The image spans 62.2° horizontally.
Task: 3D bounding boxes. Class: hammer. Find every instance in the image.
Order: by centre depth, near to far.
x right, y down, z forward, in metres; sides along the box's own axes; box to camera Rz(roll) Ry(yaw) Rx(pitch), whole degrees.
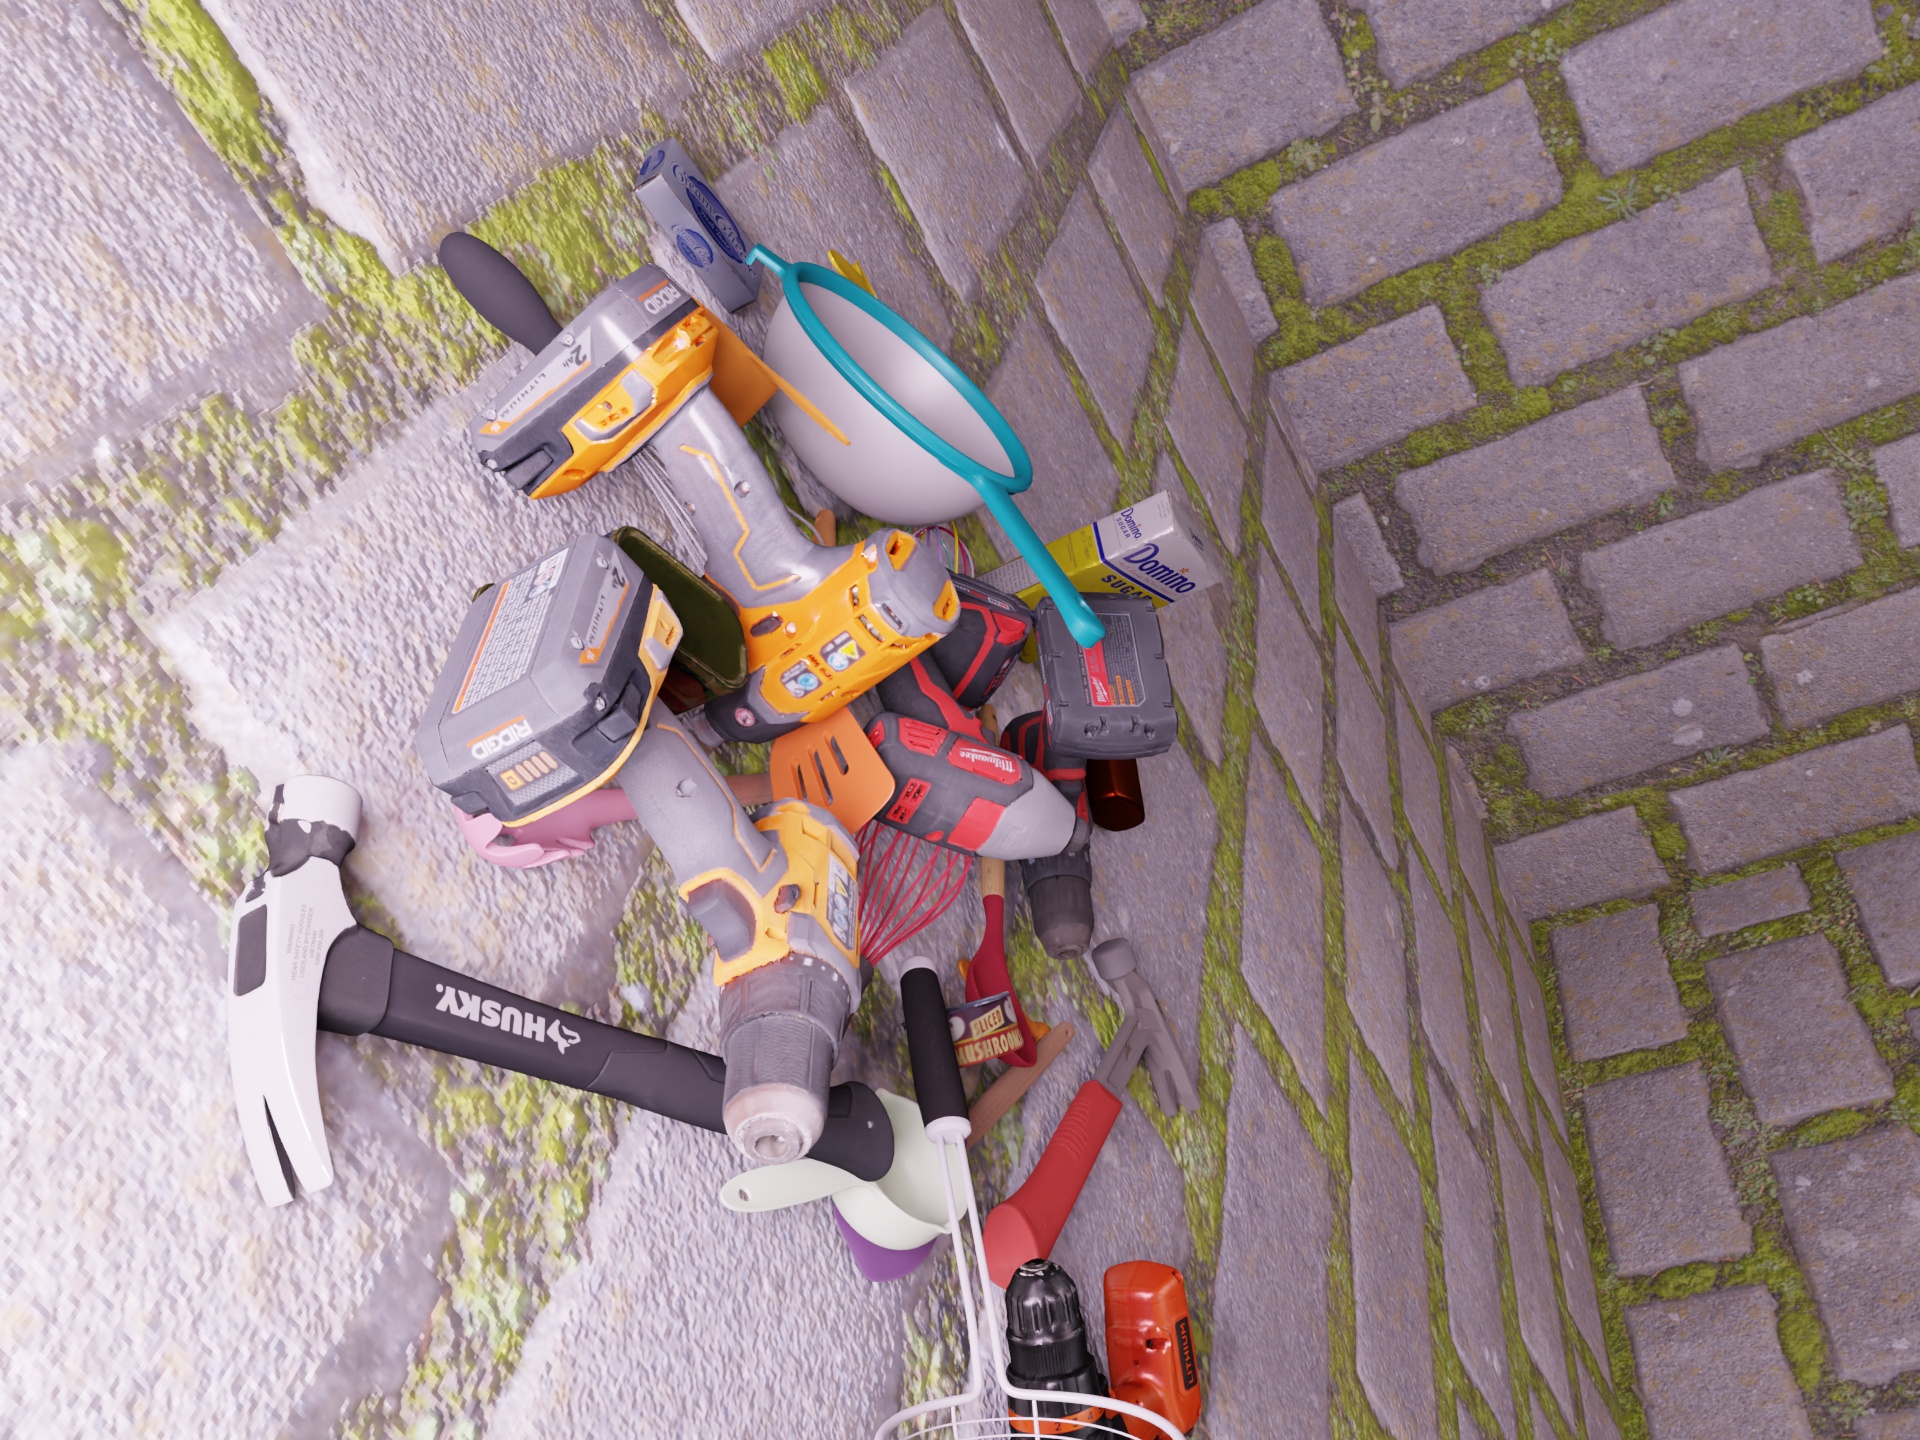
[{"bbox_3d":[-0.141,0.146,0.653,0.334,0.035,0.146,33,42,-44],"label":"hammer"},{"bbox_3d":[0.091,0.279,1.078,0.149,0.037,0.359,66,23,-6],"label":"hammer"}]

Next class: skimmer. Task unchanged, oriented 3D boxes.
[{"bbox_3d":[0.008,0.221,0.749,0.364,0.127,0.090,-105,-159,-54],"label":"skimmer"}]

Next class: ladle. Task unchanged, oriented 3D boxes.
[{"bbox_3d":[0.022,0.101,1.079,0.069,0.031,0.316,48,27,-37],"label":"ladle"}]

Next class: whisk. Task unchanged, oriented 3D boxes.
[{"bbox_3d":[-0.169,-0.151,0.856,0.284,0.070,0.070,46,32,-34],"label":"whisk"},{"bbox_3d":[-0.052,0.124,0.875,0.073,0.073,0.296,60,30,-20],"label":"whisk"},{"bbox_3d":[-0.009,-0.040,1.121,0.051,0.047,0.245,33,46,-56],"label":"whisk"}]

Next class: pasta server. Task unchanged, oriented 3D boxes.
[{"bbox_3d":[-0.141,0.036,0.781,0.060,0.040,0.316,62,21,10],"label":"pasta server"}]

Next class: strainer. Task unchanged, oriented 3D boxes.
[{"bbox_3d":[-0.027,-0.151,1.029,0.210,0.095,0.341,13,39,-55],"label":"strainer"}]

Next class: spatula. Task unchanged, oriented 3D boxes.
[{"bbox_3d":[-0.078,-0.040,0.932,0.041,0.081,0.323,41,24,-25],"label":"spatula"},{"bbox_3d":[0.009,0.242,0.947,0.060,0.018,0.316,63,26,1],"label":"spatula"}]

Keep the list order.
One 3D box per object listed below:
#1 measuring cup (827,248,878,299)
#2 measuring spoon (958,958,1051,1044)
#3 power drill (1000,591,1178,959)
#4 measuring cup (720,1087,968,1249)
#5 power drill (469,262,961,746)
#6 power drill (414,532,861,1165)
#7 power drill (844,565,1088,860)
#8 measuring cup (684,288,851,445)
[{"bbox_3d":[-0.085,-0.313,1.157,0.062,0.029,0.156,65,10,2],"label":"measuring cup"},{"bbox_3d":[0.032,0.188,1.057,0.116,0.011,0.021,47,32,-40],"label":"measuring spoon"},{"bbox_3d":[0.078,0.040,1.084,0.226,0.080,0.188,107,-19,-56],"label":"power drill"},{"bbox_3d":[-0.064,0.232,0.786,0.167,0.038,0.083,7,45,-50],"label":"measuring cup"},{"bbox_3d":[-0.130,-0.091,0.793,0.226,0.164,0.084,48,29,-15],"label":"power drill"},{"bbox_3d":[-0.116,0.057,0.650,0.226,0.084,0.186,54,19,-31],"label":"power drill"},{"bbox_3d":[-0.002,-0.003,0.951,0.143,0.078,0.220,21,30,-21],"label":"power drill"},{"bbox_3d":[-0.126,-0.176,0.872,0.174,0.052,0.095,42,-3,35],"label":"measuring cup"}]
